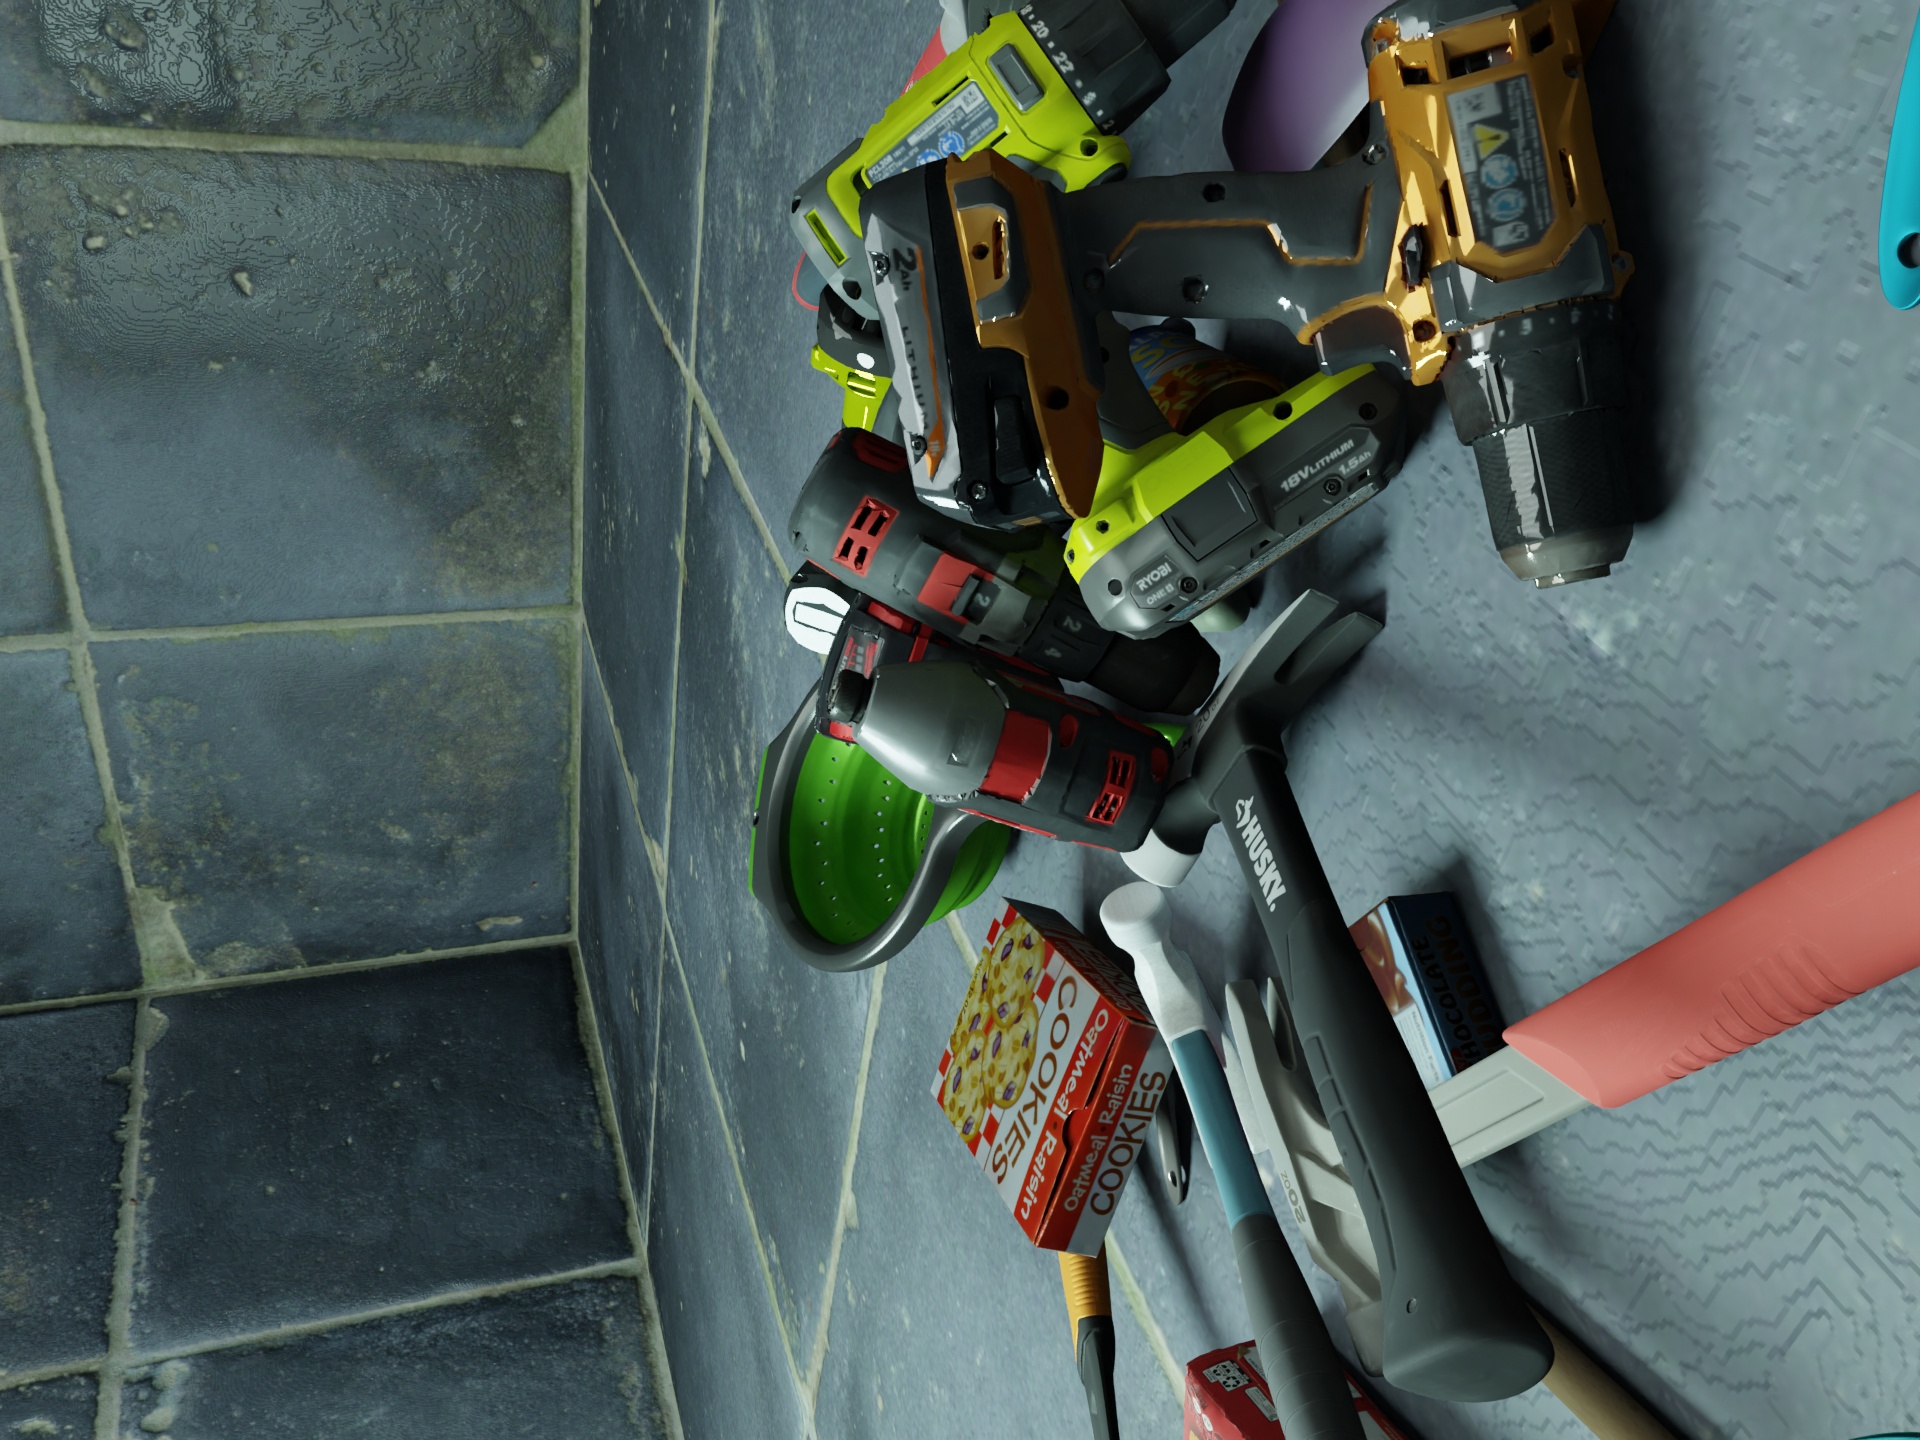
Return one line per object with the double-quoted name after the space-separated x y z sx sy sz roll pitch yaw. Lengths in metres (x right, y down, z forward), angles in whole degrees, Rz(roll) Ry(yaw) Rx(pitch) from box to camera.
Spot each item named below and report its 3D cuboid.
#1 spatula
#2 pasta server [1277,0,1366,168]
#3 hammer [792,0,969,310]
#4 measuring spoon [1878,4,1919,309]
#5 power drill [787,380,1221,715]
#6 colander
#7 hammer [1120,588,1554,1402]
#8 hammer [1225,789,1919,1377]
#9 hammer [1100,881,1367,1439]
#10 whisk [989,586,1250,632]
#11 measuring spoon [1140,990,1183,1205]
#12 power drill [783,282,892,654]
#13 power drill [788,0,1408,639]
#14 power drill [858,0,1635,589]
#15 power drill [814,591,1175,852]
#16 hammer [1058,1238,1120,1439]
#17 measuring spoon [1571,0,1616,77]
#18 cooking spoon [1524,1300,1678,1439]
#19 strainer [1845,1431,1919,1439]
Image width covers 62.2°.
0.169 -0.275 0.502 0.316 0.018 0.060 -40 66 60 "spatula"
0.121 -0.308 0.631 0.060 0.040 0.316 125 136 -69 "pasta server"
-0.049 -0.359 1.075 0.386 0.038 0.143 149 113 -67 "hammer"
0.242 -0.164 0.378 0.042 0.021 0.128 -133 33 -58 "measuring spoon"
0.030 -0.093 0.725 0.080 0.188 0.227 -59 8 27 "power drill"
0.016 0.050 0.937 0.397 0.094 0.205 -12 69 51 "colander"
0.122 0.077 0.528 0.146 0.035 0.335 -59 16 23 "hammer"
0.195 0.079 0.462 0.359 0.036 0.149 125 136 -51 "hammer"
0.115 0.205 0.599 0.331 0.033 0.128 -101 -14 -58 "hammer"
0.073 -0.053 0.813 0.059 0.058 0.246 54 162 -15 "whisk"
0.109 0.189 0.808 0.034 0.018 0.124 -149 50 -68 "measuring spoon"
-0.045 -0.171 0.988 0.171 0.080 0.223 -60 -14 -52 "power drill"
0.067 -0.165 0.597 0.228 0.190 0.080 57 -163 6 "power drill"
0.096 -0.118 0.510 0.084 0.226 0.185 -13 -88 -76 "power drill"
-0.001 -0.002 0.728 0.220 0.143 0.078 -142 70 -76 "power drill"
0.067 0.304 0.824 0.127 0.034 0.337 96 171 -53 "hammer"
0.190 -0.217 0.500 0.021 0.011 0.116 -115 29 -43 "measuring spoon"
0.198 0.214 0.564 0.319 0.017 0.068 -140 41 -63 "cooking spoon"
0.254 0.176 0.293 0.211 0.095 0.340 -154 61 -65 "strainer"
